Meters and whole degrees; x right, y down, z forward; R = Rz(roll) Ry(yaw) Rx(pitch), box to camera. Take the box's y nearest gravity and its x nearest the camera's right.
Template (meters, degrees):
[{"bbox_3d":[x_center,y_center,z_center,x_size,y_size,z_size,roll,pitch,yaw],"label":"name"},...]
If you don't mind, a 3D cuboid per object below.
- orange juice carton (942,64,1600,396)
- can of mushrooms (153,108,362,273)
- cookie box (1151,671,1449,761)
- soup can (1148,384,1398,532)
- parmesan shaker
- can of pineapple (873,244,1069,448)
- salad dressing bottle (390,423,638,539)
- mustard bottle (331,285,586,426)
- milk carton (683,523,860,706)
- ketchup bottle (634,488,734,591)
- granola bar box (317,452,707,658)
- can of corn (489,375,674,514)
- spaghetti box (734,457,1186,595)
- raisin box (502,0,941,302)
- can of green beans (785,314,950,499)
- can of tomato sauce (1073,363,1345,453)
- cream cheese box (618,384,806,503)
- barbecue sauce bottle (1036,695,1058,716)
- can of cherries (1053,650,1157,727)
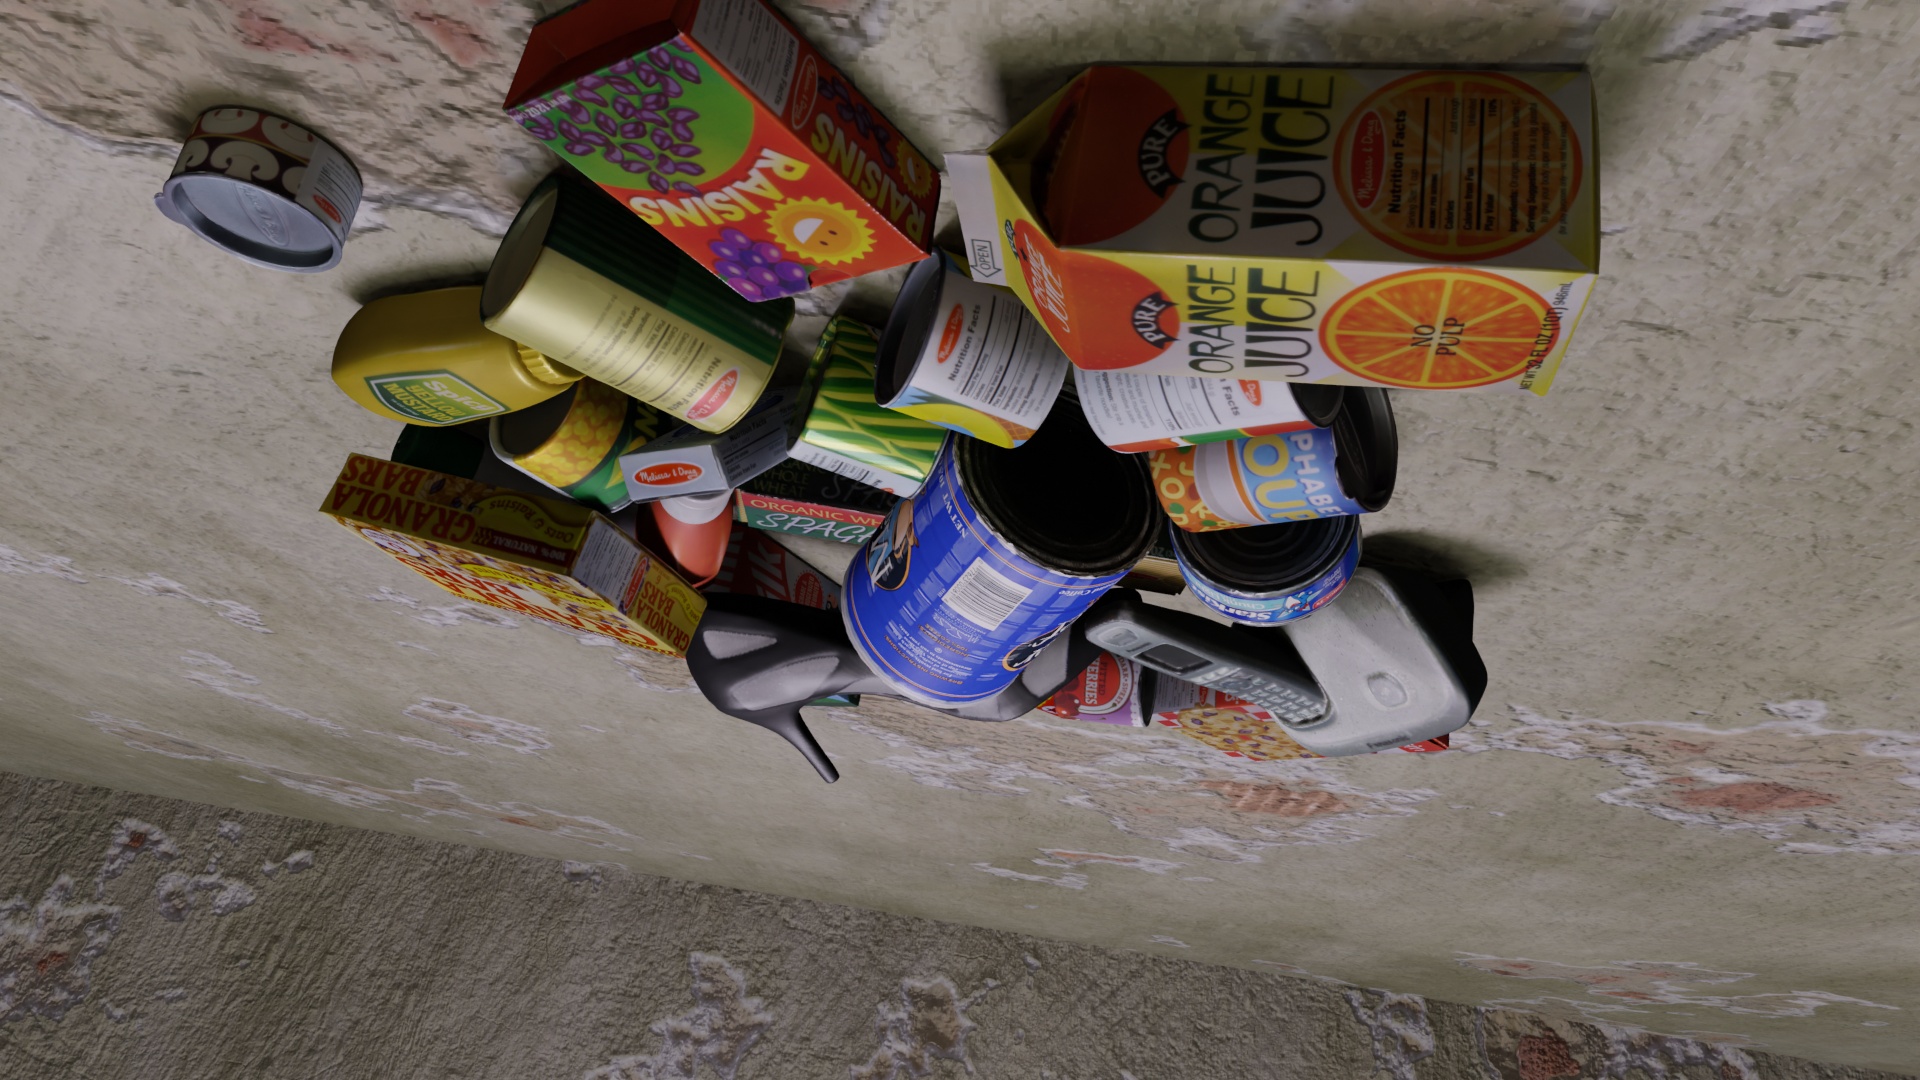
[{"bbox_3d":[0.093,-0.099,0.442,0.193,0.073,0.071,5,157,13],"label":"orange juice carton"},{"bbox_3d":[-0.278,-0.139,0.552,0.071,0.033,0.070,8,159,3],"label":"can of mushrooms"},{"bbox_3d":[0.230,0.115,0.955,0.167,0.040,0.123,-13,149,44],"label":"cookie box"},{"bbox_3d":[0.129,-0.038,0.579,0.083,0.071,0.071,-8,152,37],"label":"soup can"},{"bbox_3d":[-0.129,-0.095,0.557,0.103,0.071,0.071,26,152,-34],"label":"parmesan shaker"},{"bbox_3d":[0.004,-0.076,0.548,0.058,0.071,0.070,18,156,-19],"label":"can of pineapple"},{"bbox_3d":[-0.252,-0.026,0.803,0.147,0.044,0.064,28,158,-34],"label":"salad dressing bottle"},{"bbox_3d":[-0.214,-0.087,0.632,0.160,0.049,0.065,-4,156,31],"label":"mustard bottle"},{"bbox_3d":[-0.139,0.046,0.896,0.073,0.072,0.190,-4,154,29],"label":"milk carton"},{"bbox_3d":[-0.148,-0.016,0.750,0.044,0.065,0.148,-18,170,-20],"label":"ketchup bottle"},{"bbox_3d":[-0.236,0.009,0.746,0.165,0.039,0.124,12,160,23],"label":"granola bar box"},{"bbox_3d":[-0.183,-0.056,0.675,0.071,0.071,0.058,-6,152,34],"label":"can of corn"},{"bbox_3d":[0.003,-0.010,0.758,0.250,0.029,0.050,9,158,0],"label":"spaghetti box"},{"bbox_3d":[-0.076,-0.134,0.472,0.086,0.040,0.123,-8,153,34],"label":"raisin box"},{"bbox_3d":[-0.038,-0.058,0.603,0.058,0.071,0.071,19,156,-15],"label":"can of green beans"},{"bbox_3d":[0.095,-0.070,0.525,0.083,0.071,0.071,-6,153,35],"label":"can of tomato sauce"},{"bbox_3d":[-0.101,-0.046,0.633,0.053,0.104,0.024,-4,109,28],"label":"cream cheese box"},{"bbox_3d":[0.023,0.083,0.958,0.148,0.044,0.064,20,157,-23],"label":"barbecue sauce bottle"},{"bbox_3d":[0.094,0.086,0.902,0.058,0.072,0.071,4,157,17],"label":"can of cherries"}]
